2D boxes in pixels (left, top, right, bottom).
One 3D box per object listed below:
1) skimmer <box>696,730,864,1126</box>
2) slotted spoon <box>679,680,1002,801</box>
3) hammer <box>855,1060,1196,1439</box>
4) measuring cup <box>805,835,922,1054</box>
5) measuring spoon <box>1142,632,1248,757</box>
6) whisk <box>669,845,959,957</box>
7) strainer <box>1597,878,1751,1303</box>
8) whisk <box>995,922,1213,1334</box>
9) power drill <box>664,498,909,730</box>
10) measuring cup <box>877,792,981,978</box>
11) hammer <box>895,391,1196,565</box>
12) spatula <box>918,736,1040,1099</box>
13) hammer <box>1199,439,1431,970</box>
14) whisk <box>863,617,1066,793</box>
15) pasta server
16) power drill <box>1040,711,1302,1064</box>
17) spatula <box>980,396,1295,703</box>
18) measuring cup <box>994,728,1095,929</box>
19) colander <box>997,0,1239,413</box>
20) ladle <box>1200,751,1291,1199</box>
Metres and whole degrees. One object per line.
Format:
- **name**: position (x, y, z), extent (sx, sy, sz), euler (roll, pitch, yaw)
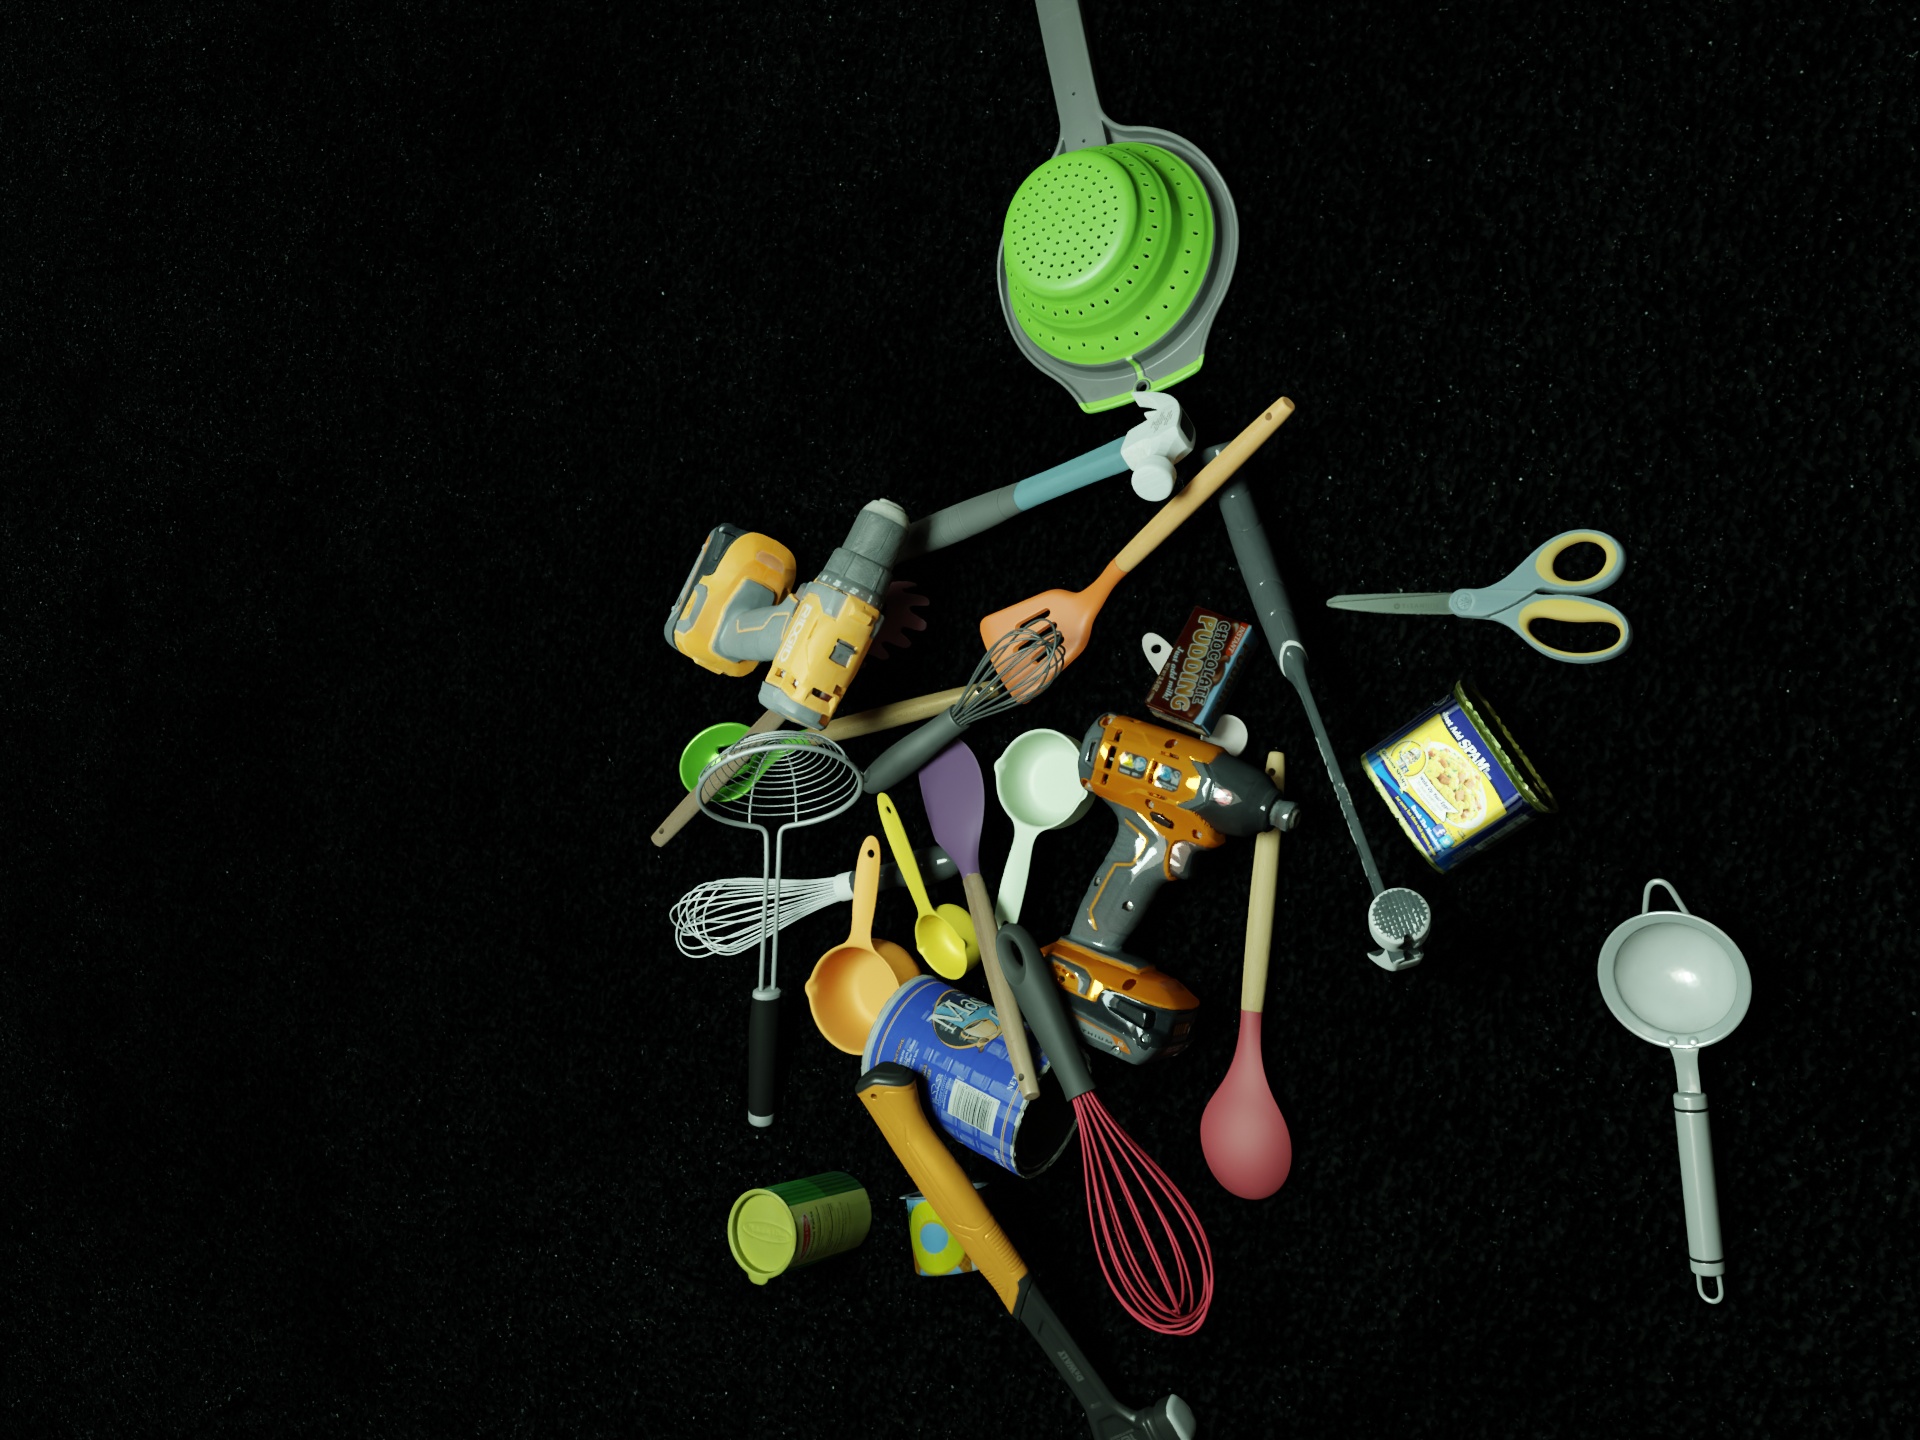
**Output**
- **skimmer**: position (-0.148, 0.174, 1.252), extent (0.090, 0.127, 0.363), euler (-126, 38, -67)
- **slotted spoon**: position (-0.104, 0.010, 1.331), extent (0.314, 0.031, 0.070), euler (-15, 74, 27)
- **hammer**: position (0.025, 0.394, 1.139), extent (0.127, 0.034, 0.337), euler (-35, 89, 25)
- **measuring cup**: position (-0.067, 0.176, 1.266), extent (0.095, 0.052, 0.173), euler (8, 94, 29)
- **measuring spoon**: position (0.172, -0.018, 1.176), extent (0.034, 0.018, 0.124), euler (-37, 59, 8)
- **whisk**: position (-0.120, 0.144, 1.311), extent (0.284, 0.070, 0.070), euler (-16, 77, 24)
- **strainer**: position (0.442, 0.223, 0.967), extent (0.087, 0.050, 0.258), euler (-7, 87, 37)
- **whisk**: position (0.092, 0.273, 1.085), extent (0.073, 0.073, 0.296), euler (-33, 71, 24)
- **power drill**: position (-0.136, -0.103, 1.288), extent (0.226, 0.084, 0.185), euler (23, 86, 53)
- **measuring cup**: position (-0.025, 0.125, 1.240), extent (0.062, 0.029, 0.156), euler (-19, 94, 52)
- **hammer**: position (0.037, -0.169, 1.232), extent (0.331, 0.033, 0.128), euler (-17, 33, 37)
- **spatula**: position (0.017, 0.139, 1.194), extent (0.060, 0.018, 0.316), euler (-36, 48, 25)
- **hammer**: position (0.236, -0.022, 1.087), extent (0.036, 0.149, 0.409), euler (-18, 65, 7)
- **whisk**: position (-0.003, -0.005, 1.247), extent (0.239, 0.055, 0.055), euler (-38, 66, 36)
- **pasta server**: position (-0.149, -0.002, 1.333), extent (0.316, 0.040, 0.060), euler (-45, 56, 14)
- **power drill**: position (0.142, 0.122, 1.130), extent (0.164, 0.084, 0.226), euler (18, 96, 33)
- **spatula**: position (0.128, -0.128, 1.167), extent (0.322, 0.041, 0.081), euler (-44, 63, 42)
- **measuring cup**: position (0.058, 0.089, 1.218), extent (0.083, 0.038, 0.167), euler (17, 95, 32)
- **colander**: position (0.086, -0.442, 1.226), extent (0.204, 0.094, 0.397), euler (-17, 76, 29)
- **ladle**: position (0.210, 0.179, 1.122), extent (0.069, 0.031, 0.315), euler (3, 84, 34)
